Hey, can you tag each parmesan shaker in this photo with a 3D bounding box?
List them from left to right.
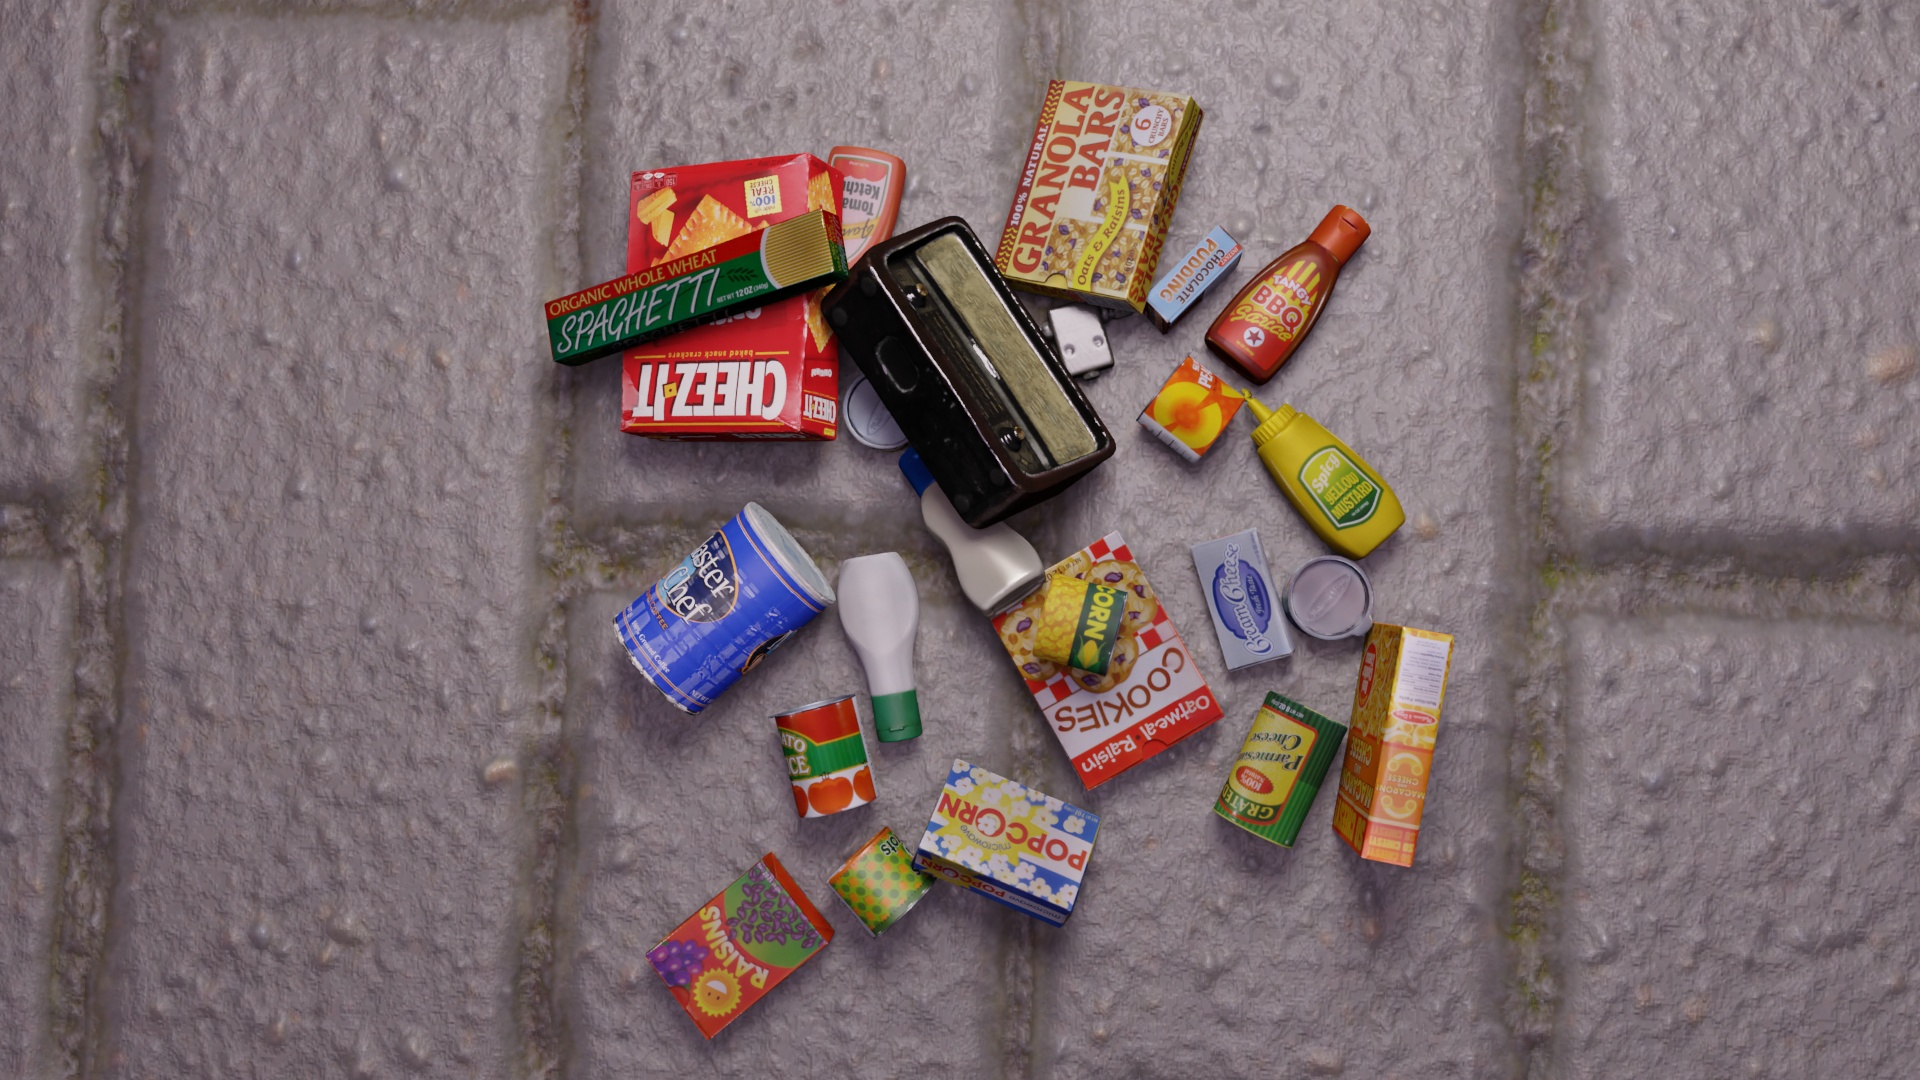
[{"bbox_3d":[0.244,0.174,1.070,0.071,0.071,0.103,25,89,4],"label":"parmesan shaker"}]

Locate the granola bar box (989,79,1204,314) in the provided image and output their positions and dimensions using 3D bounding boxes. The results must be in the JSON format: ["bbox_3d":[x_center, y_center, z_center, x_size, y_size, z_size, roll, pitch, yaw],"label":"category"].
[{"bbox_3d":[0.105,-0.271,1.085,0.124,0.039,0.165,17,89,30],"label":"granola bar box"}]

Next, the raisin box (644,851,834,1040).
[{"bbox_3d":[-0.175,0.322,1.105,0.123,0.040,0.086,-39,87,2],"label":"raisin box"}]

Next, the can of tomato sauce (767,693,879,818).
[{"bbox_3d":[-0.107,0.170,1.092,0.071,0.071,0.083,-15,88,3],"label":"can of tomato sauce"}]

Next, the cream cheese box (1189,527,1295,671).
[{"bbox_3d":[0.222,0.046,1.089,0.053,0.024,0.104,-18,86,21],"label":"cream cheese box"}]

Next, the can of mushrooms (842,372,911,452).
[{"bbox_3d":[-0.057,-0.103,1.116,0.071,0.033,0.071,0,87,4],"label":"can of mushrooms"}]

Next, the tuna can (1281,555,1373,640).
[{"bbox_3d":[0.289,0.046,1.087,0.071,0.033,0.071,0,88,4],"label":"tuna can"}]

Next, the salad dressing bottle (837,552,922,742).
[{"bbox_3d":[-0.060,0.085,1.105,0.064,0.044,0.147,-9,88,2],"label":"salad dressing bottle"}]

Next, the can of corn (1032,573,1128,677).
[{"bbox_3d":[0.090,0.061,1.041,0.058,0.071,0.071,15,89,6],"label":"can of corn"}]

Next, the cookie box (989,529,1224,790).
[{"bbox_3d":[0.111,0.094,1.093,0.123,0.040,0.167,-30,86,2],"label":"cookie box"}]

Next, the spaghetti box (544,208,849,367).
[{"bbox_3d":[-0.203,-0.187,1.043,0.250,0.029,0.050,-14,83,19],"label":"spaghetti box"}]

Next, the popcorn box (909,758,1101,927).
[{"bbox_3d":[0.036,0.233,1.074,0.127,0.038,0.085,22,52,5],"label":"popcorn box"}]

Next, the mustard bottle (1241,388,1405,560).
[{"bbox_3d":[0.273,-0.058,1.084,0.065,0.049,0.160,-43,86,-2],"label":"mustard bottle"}]

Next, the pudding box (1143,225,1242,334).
[{"bbox_3d":[0.182,-0.204,1.095,0.083,0.049,0.030,-44,84,2],"label":"pudding box"}]

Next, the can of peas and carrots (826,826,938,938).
[{"bbox_3d":[-0.061,0.265,1.086,0.071,0.071,0.059,-43,85,2],"label":"can of peas and carrots"}]

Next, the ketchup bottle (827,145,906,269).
[{"bbox_3d":[-0.088,-0.239,1.119,0.065,0.043,0.148,12,89,10],"label":"ketchup bottle"}]

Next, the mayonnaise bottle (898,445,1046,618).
[{"bbox_3d":[0.004,-0.014,1.085,0.065,0.041,0.148,-33,67,-3],"label":"mayonnaise bottle"}]

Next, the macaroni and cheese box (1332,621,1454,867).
[{"bbox_3d":[0.320,0.147,1.035,0.040,0.124,0.166,10,89,5],"label":"macaroni and cheese box"}]

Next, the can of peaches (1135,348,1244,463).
[{"bbox_3d":[0.181,-0.104,1.082,0.058,0.071,0.071,38,91,4],"label":"can of peaches"}]

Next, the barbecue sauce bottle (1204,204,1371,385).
[{"bbox_3d":[0.261,-0.196,1.093,0.065,0.043,0.148,40,91,6],"label":"barbecue sauce bottle"}]
